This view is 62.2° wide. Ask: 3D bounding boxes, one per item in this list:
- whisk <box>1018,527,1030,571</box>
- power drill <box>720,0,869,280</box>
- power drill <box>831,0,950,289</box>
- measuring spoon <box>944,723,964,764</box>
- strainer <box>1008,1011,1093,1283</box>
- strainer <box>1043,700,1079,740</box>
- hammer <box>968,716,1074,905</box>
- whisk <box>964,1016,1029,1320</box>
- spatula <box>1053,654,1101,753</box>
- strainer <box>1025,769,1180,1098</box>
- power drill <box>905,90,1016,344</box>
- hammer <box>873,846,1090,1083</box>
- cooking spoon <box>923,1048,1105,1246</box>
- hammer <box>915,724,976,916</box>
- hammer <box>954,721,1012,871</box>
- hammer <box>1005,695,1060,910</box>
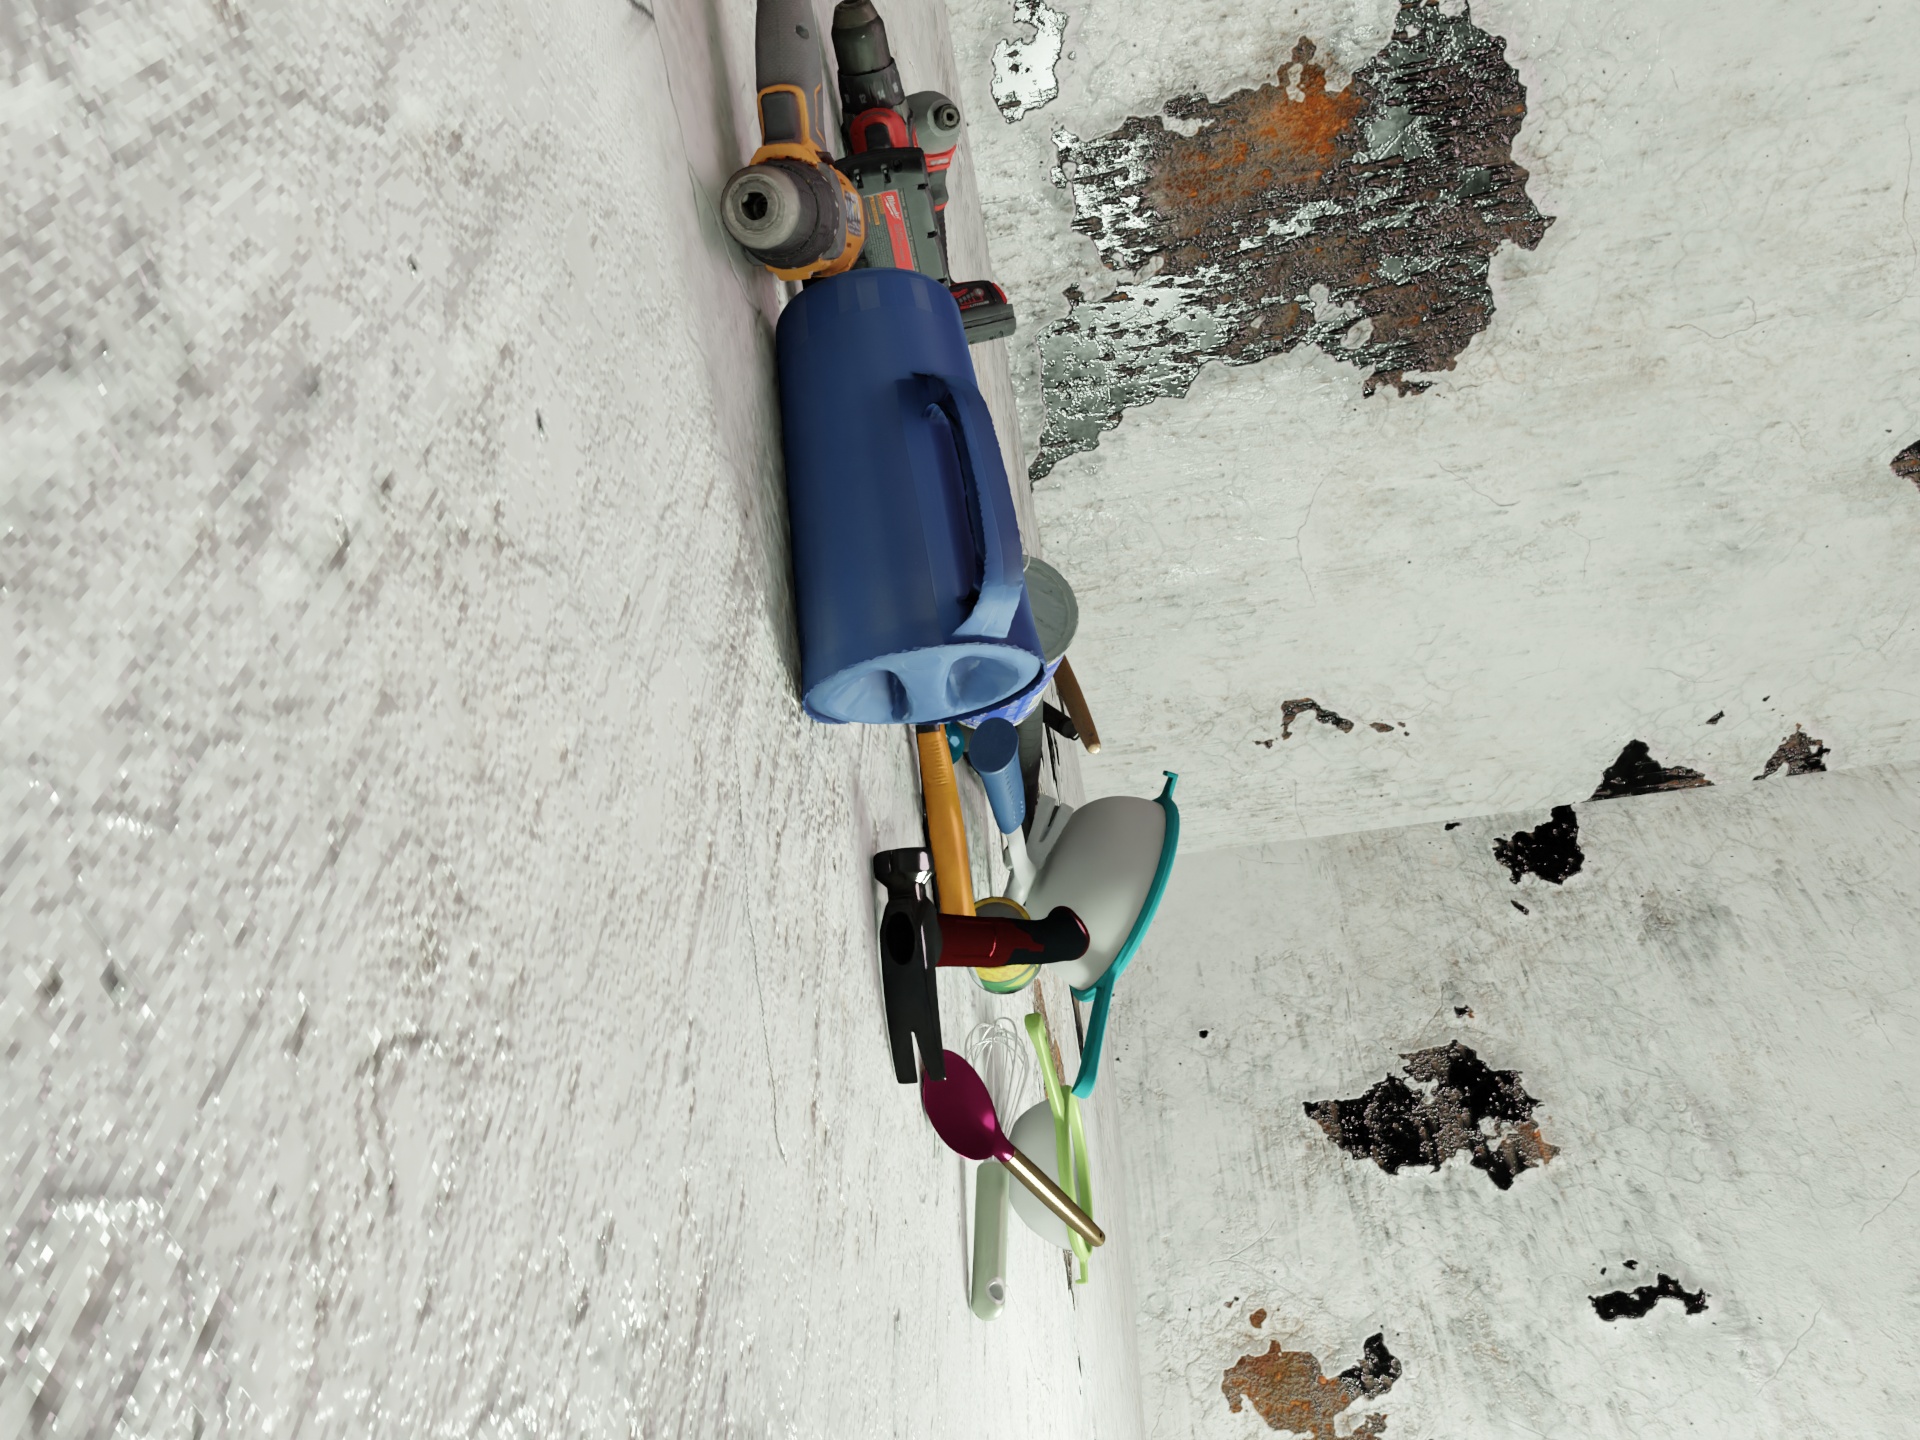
[{"bbox_3d":[-0.014,-0.192,1.279,0.285,0.070,0.070,-114,-173,-46],"label":"whisk"},{"bbox_3d":[-0.098,-0.349,0.839,0.185,0.084,0.226,-68,154,-74],"label":"power drill"},{"bbox_3d":[-0.064,-0.441,1.241,0.227,0.080,0.187,-94,173,-50],"label":"power drill"},{"bbox_3d":[-0.002,-0.004,1.308,0.128,0.021,0.042,103,-19,-57],"label":"measuring spoon"},{"bbox_3d":[0.064,0.359,1.391,0.152,0.069,0.256,-83,162,-59],"label":"strainer"},{"bbox_3d":[0.060,-0.026,1.602,0.050,0.087,0.259,30,3,-30],"label":"strainer"},{"bbox_3d":[0.044,0.078,1.298,0.144,0.035,0.405,-63,167,-15],"label":"hammer"},{"bbox_3d":[0.024,0.332,1.203,0.057,0.059,0.247,28,42,-24],"label":"whisk"},{"bbox_3d":[0.094,-0.046,1.499,0.318,0.082,0.044,-105,-170,-59],"label":"spatula"},{"bbox_3d":[0.106,0.193,1.463,0.211,0.095,0.341,-59,-172,41],"label":"strainer"},{"bbox_3d":[-0.021,-0.446,1.423,0.143,0.078,0.219,23,-53,64],"label":"power drill"},{"bbox_3d":[0.029,0.174,1.142,0.386,0.038,0.143,23,60,-69],"label":"hammer"},{"bbox_3d":[0.043,0.327,1.167,0.318,0.017,0.069,53,33,-44],"label":"cooking spoon"},{"bbox_3d":[-0.021,0.018,1.224,0.127,0.034,0.337,-35,117,-81],"label":"hammer"},{"bbox_3d":[0.031,0.048,1.621,0.408,0.036,0.149,59,22,-72],"label":"hammer"},{"bbox_3d":[0.066,0.059,1.526,0.334,0.035,0.146,87,18,-51],"label":"hammer"}]
